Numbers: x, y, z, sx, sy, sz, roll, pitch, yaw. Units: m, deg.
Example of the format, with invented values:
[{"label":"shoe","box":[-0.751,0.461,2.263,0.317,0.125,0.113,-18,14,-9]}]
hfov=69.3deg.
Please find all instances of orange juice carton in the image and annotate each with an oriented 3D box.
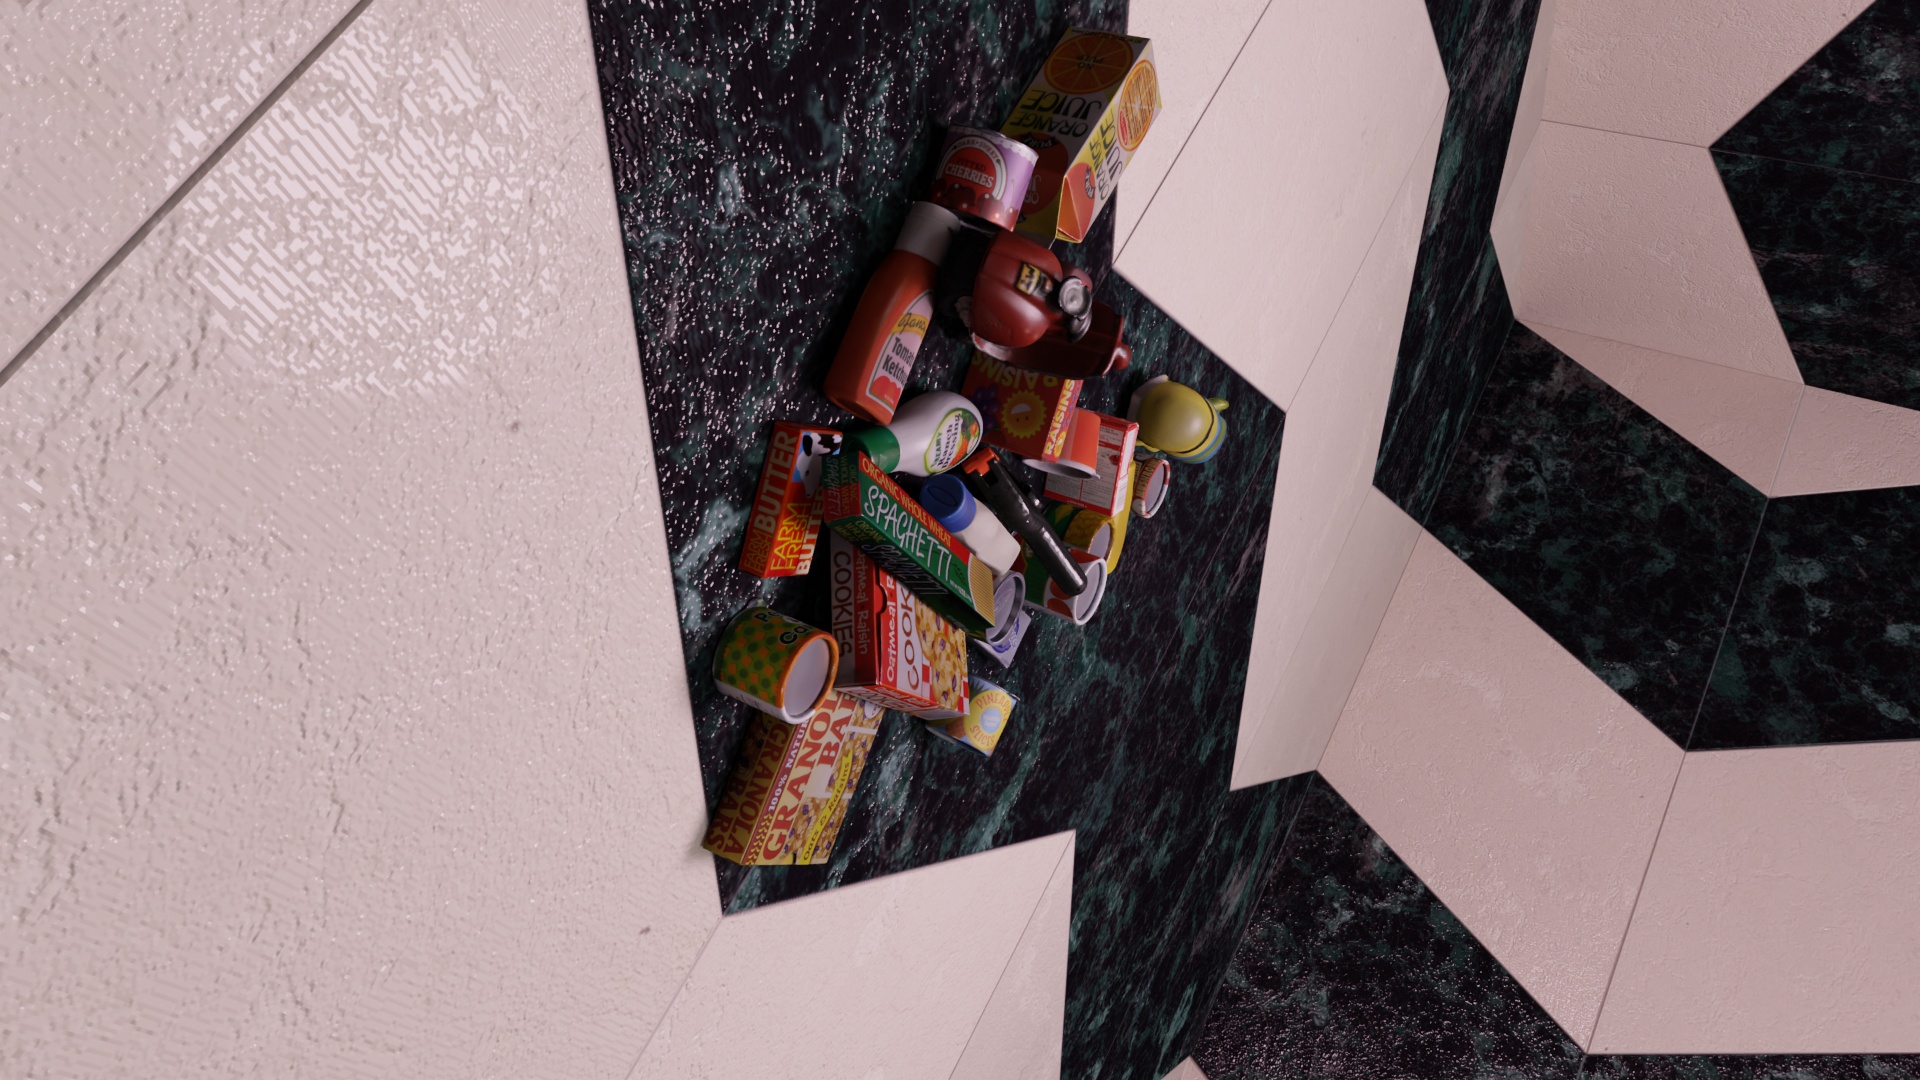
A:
[{"label":"orange juice carton","box":[0.078,-0.295,1.053,0.193,0.072,0.072,-60,152,-22]}]

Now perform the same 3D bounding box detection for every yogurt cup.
[{"label":"yogurt cup","box":[0.092,-0.089,1.233,0.072,0.072,0.054,24,78,-64]}]

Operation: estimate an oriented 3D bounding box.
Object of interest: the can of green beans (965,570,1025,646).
[{"label":"can of green beans","box":[0.014,0.050,1.180,0.071,0.058,0.071,-42,142,-44]}]

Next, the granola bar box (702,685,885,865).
[{"label":"granola bar box","box":[-0.113,0.157,1.029,0.124,0.039,0.165,27,83,-64]}]

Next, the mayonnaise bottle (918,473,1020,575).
[{"label":"mayonnaise bottle","box":[0.004,-0.014,1.092,0.041,0.065,0.148,-57,160,-6]}]

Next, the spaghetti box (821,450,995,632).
[{"label":"spaghetti box","box":[-0.032,0.007,0.996,0.249,0.028,0.050,43,39,-60]}]

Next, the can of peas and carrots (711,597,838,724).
[{"label":"can of peas and carrots","box":[-0.123,0.081,0.936,0.071,0.059,0.070,-43,144,-44]}]

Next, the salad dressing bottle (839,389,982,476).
[{"label":"salad dressing bottle","box":[-0.039,-0.072,1.010,0.148,0.044,0.064,-24,136,-56]}]

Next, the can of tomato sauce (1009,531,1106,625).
[{"label":"can of tomato sauce","box":[0.084,0.032,1.275,0.071,0.083,0.070,-43,143,-44]}]

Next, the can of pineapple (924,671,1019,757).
[{"label":"can of pineapple","box":[0.010,0.153,1.231,0.058,0.071,0.071,-64,153,-13]}]

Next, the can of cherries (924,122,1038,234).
[{"label":"can of cherries","box":[0.013,-0.250,0.962,0.071,0.071,0.058,10,100,-64]}]

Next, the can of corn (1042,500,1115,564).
[{"label":"can of corn","box":[0.110,-0.001,1.332,0.071,0.058,0.070,-43,143,-44]}]

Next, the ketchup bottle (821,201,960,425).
[{"label":"ketchup bottle","box":[-0.044,-0.156,0.943,0.149,0.043,0.064,-68,158,-6]}]

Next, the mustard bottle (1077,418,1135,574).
[{"label":"mustard bottle","box":[0.144,-0.047,1.377,0.065,0.049,0.159,-41,142,-63]}]

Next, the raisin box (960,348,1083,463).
[{"label":"raisin box","box":[0.052,-0.131,1.098,0.040,0.086,0.123,8,100,-65]}]

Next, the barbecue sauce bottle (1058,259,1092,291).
[{"label":"barbecue sauce bottle","box":[0.063,-0.155,1.150,0.148,0.044,0.065,-68,161,-4]}]

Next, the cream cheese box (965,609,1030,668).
[{"label":"cream cheese box","box":[0.030,0.077,1.270,0.053,0.024,0.103,-65,154,-11]}]

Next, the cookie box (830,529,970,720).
[{"label":"cookie box","box":[-0.043,0.062,1.043,0.167,0.040,0.123,33,50,-63]}]

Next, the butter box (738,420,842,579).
[{"label":"butter box","box":[-0.112,-0.026,0.922,0.053,0.024,0.103,-1,109,-63]}]

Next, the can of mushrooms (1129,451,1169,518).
[{"label":"can of mushrooms","box":[0.196,-0.060,1.486,0.071,0.033,0.070,-43,143,-43]}]
